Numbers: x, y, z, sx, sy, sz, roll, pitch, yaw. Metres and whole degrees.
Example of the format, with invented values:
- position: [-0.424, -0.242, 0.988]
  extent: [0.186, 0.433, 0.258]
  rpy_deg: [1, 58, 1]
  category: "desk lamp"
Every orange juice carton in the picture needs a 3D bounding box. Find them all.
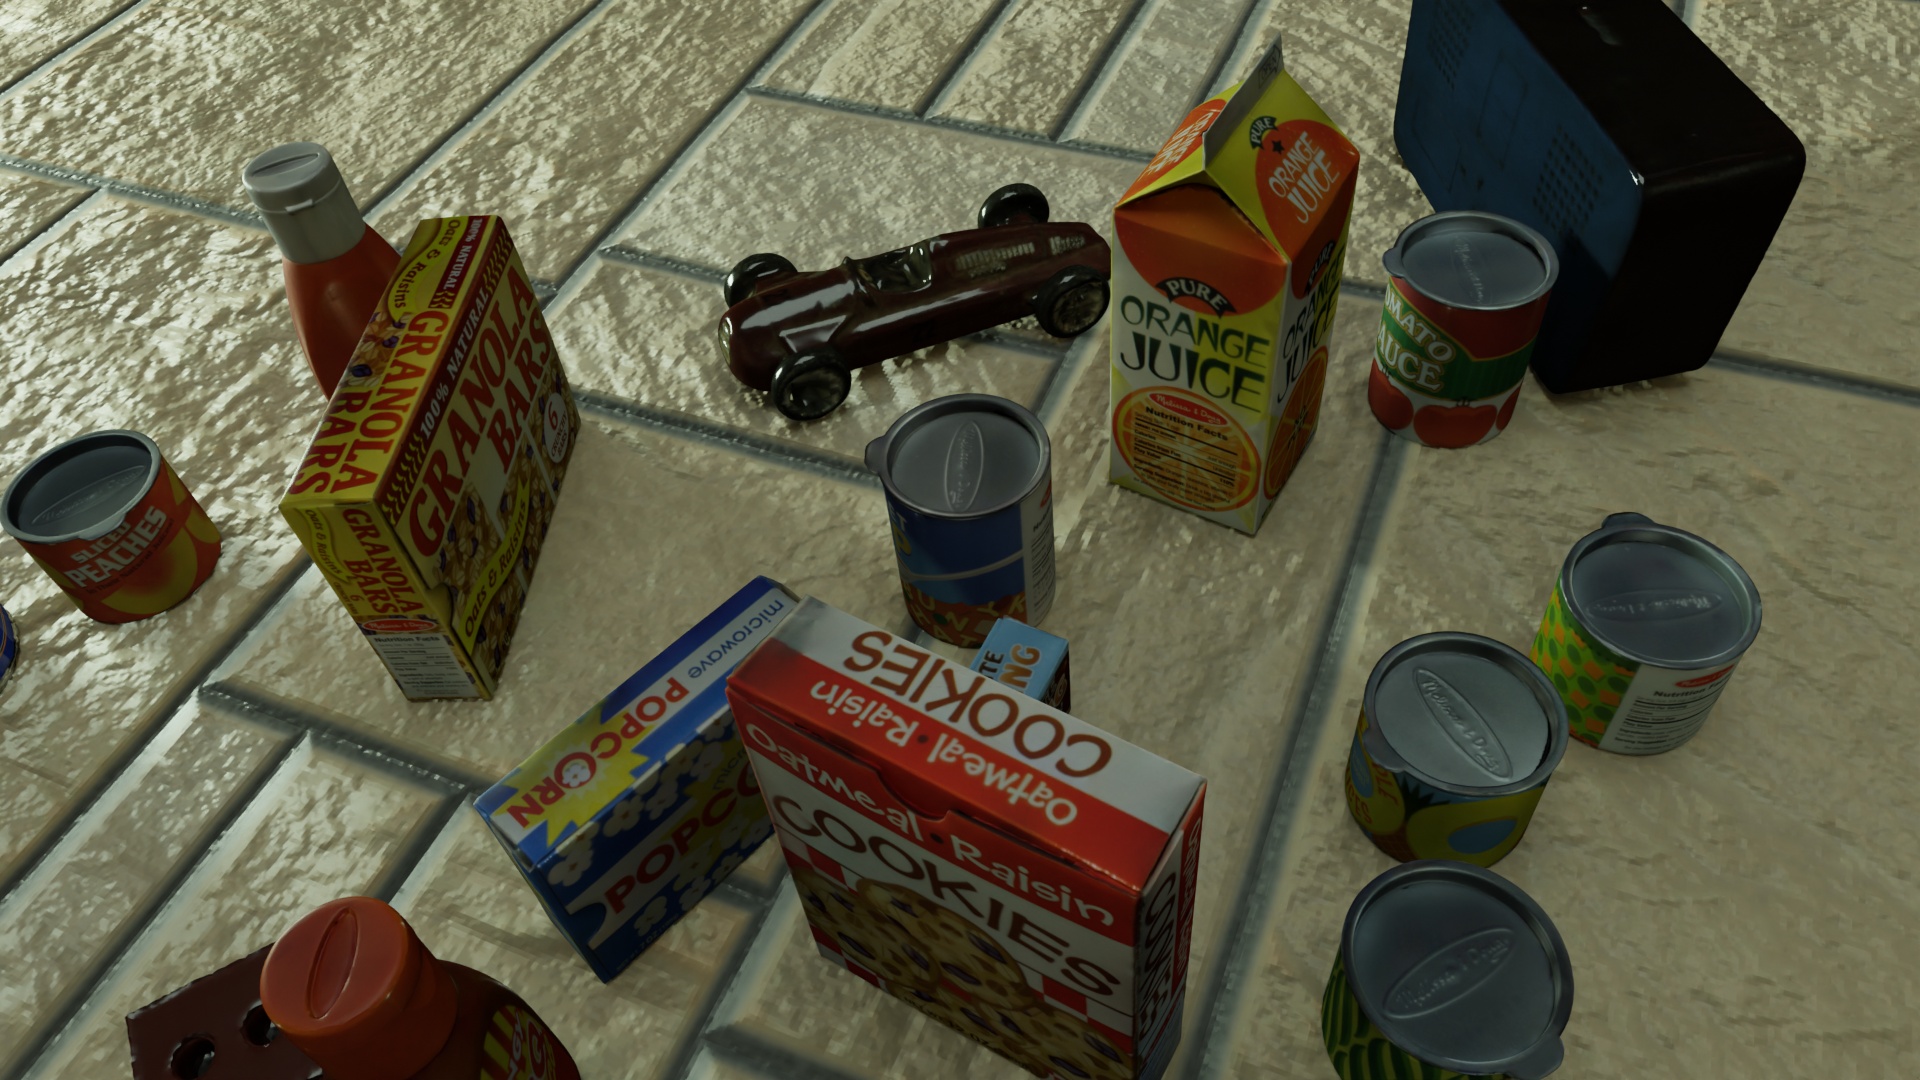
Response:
- position: [0.106, -0.098, 0.555]
  extent: [0.073, 0.191, 0.072]
  rpy_deg: [22, 55, 23]
  category: "orange juice carton"

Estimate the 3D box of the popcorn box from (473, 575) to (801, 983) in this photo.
- position: [-0.096, 0.083, 0.489]
  extent: [0.038, 0.084, 0.127]
  rpy_deg: [34, 60, 29]
  category: "popcorn box"

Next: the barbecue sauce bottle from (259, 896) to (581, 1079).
- position: [-0.148, 0.150, 0.394]
  extent: [0.044, 0.147, 0.065]
  rpy_deg: [-4, 49, 3]
  category: "barbecue sauce bottle"

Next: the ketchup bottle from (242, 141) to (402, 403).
- position: [-0.273, -0.107, 0.629]
  extent: [0.065, 0.148, 0.044]
  rpy_deg: [-22, 51, -13]
  category: "ketchup bottle"

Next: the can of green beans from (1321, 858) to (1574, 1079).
- position: [0.148, 0.142, 0.431]
  extent: [0.071, 0.057, 0.071]
  rpy_deg: [-3, 49, 3]
  category: "can of green beans"

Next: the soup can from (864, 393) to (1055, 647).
- position: [0.002, -0.007, 0.558]
  extent: [0.071, 0.083, 0.072]
  rpy_deg: [-3, 49, 3]
  category: "soup can"

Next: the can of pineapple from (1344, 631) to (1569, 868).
- position: [0.170, 0.075, 0.487]
  extent: [0.071, 0.057, 0.071]
  rpy_deg: [-3, 49, 3]
  category: "can of pineapple"

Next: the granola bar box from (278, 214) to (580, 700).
- position: [-0.209, -0.036, 0.577]
  extent: [0.039, 0.123, 0.166]
  rpy_deg: [-1, 49, 5]
  category: "granola bar box"

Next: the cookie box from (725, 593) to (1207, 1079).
- position: [0.005, 0.101, 0.409]
  extent: [0.123, 0.166, 0.040]
  rpy_deg: [22, 55, 23]
  category: "cookie box"

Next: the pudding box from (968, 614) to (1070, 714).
- position: [0.011, 0.075, 0.509]
  extent: [0.030, 0.049, 0.084]
  rpy_deg: [19, 54, 20]
  category: "pudding box"

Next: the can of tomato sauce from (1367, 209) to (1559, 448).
- position: [0.216, -0.091, 0.610]
  extent: [0.071, 0.082, 0.071]
  rpy_deg: [-3, 49, 3]
  category: "can of tomato sauce"

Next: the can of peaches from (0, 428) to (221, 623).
- position: [-0.370, -0.004, 0.609]
  extent: [0.071, 0.057, 0.071]
  rpy_deg: [-3, 49, 3]
  category: "can of peaches"

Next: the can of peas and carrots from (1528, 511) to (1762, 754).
- position: [0.249, 0.035, 0.514]
  extent: [0.071, 0.058, 0.071]
  rpy_deg: [-3, 49, 3]
  category: "can of peas and carrots"
